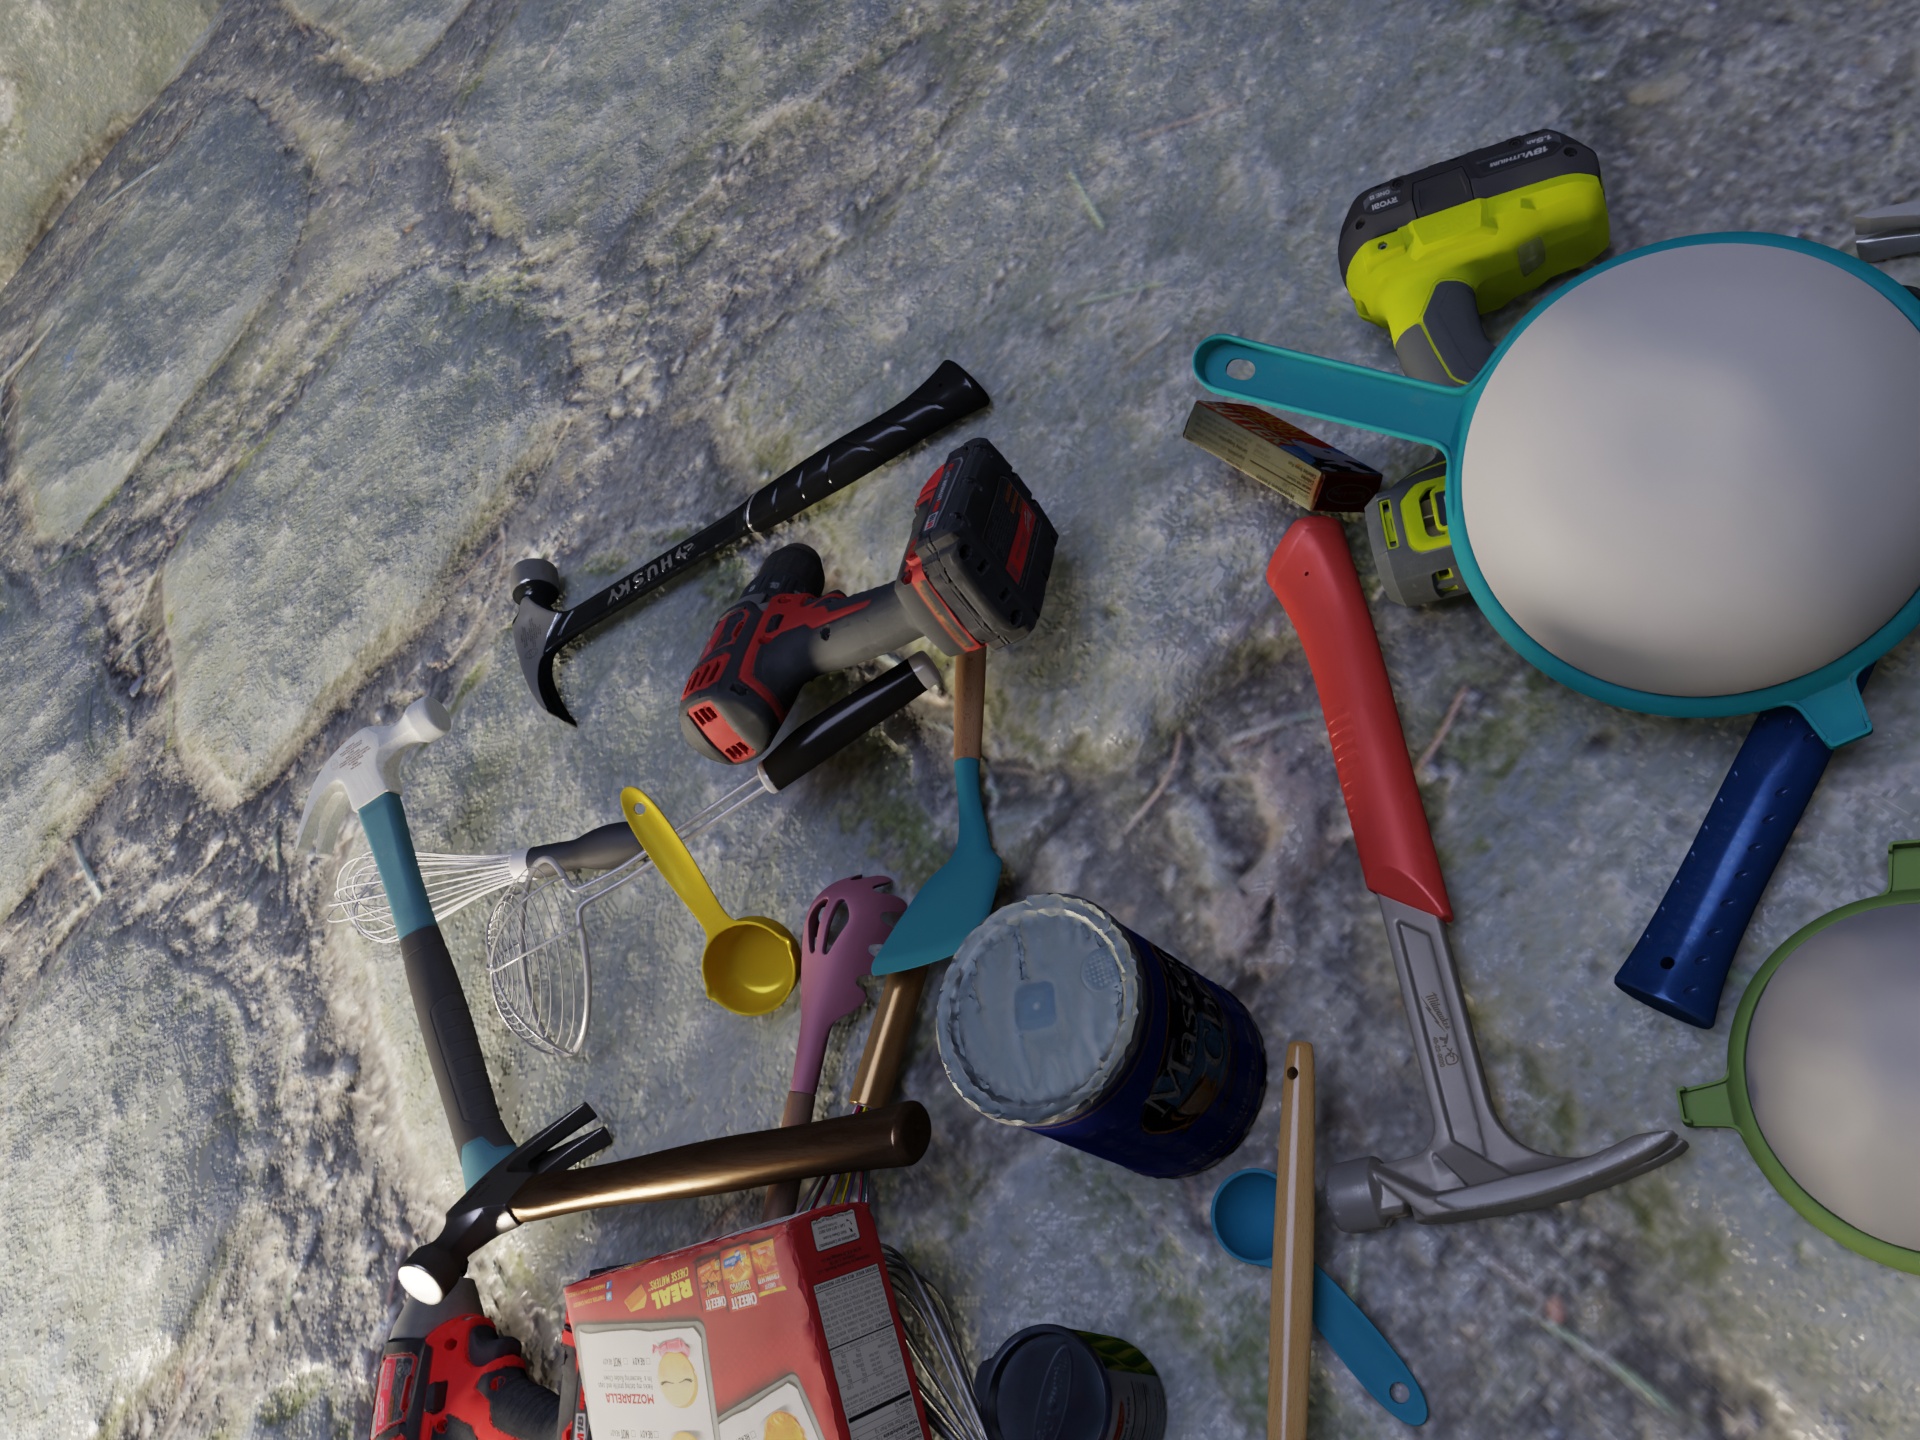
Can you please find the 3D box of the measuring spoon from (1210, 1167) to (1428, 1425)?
[{"bbox_3d":[0.162,0.256,0.708,0.042,0.021,0.129,-45,59,7],"label":"measuring spoon"}]

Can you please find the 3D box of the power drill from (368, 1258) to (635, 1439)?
[{"bbox_3d":[-0.244,0.368,0.893,0.219,0.078,0.143,-17,58,30],"label":"power drill"}]

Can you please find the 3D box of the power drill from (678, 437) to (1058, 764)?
[{"bbox_3d":[-0.058,-0.078,0.947,0.226,0.080,0.188,-25,29,28],"label":"power drill"}]

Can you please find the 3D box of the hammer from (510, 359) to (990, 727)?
[{"bbox_3d":[-0.157,-0.134,1.112,0.409,0.036,0.149,-27,55,21],"label":"hammer"}]

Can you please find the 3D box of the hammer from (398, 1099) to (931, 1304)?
[{"bbox_3d":[-0.156,0.245,0.864,0.331,0.031,0.130,-18,19,30],"label":"hammer"}]

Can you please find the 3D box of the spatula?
[{"bbox_3d":[-0.001,-0.003,0.931,0.082,0.044,0.318,-23,54,39],"label":"spatula"}]

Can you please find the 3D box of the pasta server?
[{"bbox_3d":[-0.088,0.236,0.884,0.060,0.040,0.316,-1,71,34],"label":"pasta server"}]

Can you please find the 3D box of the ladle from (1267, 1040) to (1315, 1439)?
[{"bbox_3d":[0.137,0.296,0.677,0.069,0.031,0.316,-7,68,37],"label":"ladle"}]

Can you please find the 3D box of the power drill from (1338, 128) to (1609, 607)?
[{"bbox_3d":[0.283,-0.178,0.804,0.171,0.080,0.223,-14,63,22],"label":"power drill"}]

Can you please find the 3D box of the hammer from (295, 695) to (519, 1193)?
[{"bbox_3d":[-0.352,0.153,1.048,0.128,0.033,0.331,-30,68,12],"label":"hammer"}]

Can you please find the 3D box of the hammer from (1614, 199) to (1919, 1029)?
[{"bbox_3d":[0.390,-0.057,0.692,0.144,0.035,0.405,25,83,40],"label":"hammer"}]

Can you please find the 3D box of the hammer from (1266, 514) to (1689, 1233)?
[{"bbox_3d":[0.214,0.050,0.757,0.149,0.036,0.359,-23,56,27],"label":"hammer"}]

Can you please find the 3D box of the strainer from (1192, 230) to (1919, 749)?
[{"bbox_3d":[0.246,-0.129,0.678,0.340,0.095,0.211,20,95,26],"label":"strainer"}]

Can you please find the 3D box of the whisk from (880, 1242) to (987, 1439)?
[{"bbox_3d":[0.013,0.347,0.743,0.247,0.059,0.057,48,118,35],"label":"whisk"}]

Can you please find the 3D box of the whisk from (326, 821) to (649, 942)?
[{"bbox_3d":[-0.323,0.104,1.096,0.284,0.070,0.070,-13,60,23],"label":"whisk"}]

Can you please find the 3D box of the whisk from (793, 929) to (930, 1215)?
[{"bbox_3d":[-0.056,0.229,0.853,0.051,0.047,0.245,2,65,37],"label":"whisk"}]

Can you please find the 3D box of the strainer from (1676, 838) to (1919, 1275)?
[{"bbox_3d":[0.393,0.154,0.559,0.151,0.069,0.257,-50,48,3],"label":"strainer"}]

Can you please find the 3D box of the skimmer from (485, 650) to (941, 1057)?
[{"bbox_3d":[-0.154,0.077,0.988,0.363,0.090,0.127,-34,58,9],"label":"skimmer"}]

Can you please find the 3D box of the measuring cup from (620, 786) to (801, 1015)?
[{"bbox_3d":[-0.149,0.102,0.938,0.062,0.029,0.156,-35,88,12],"label":"measuring cup"}]
